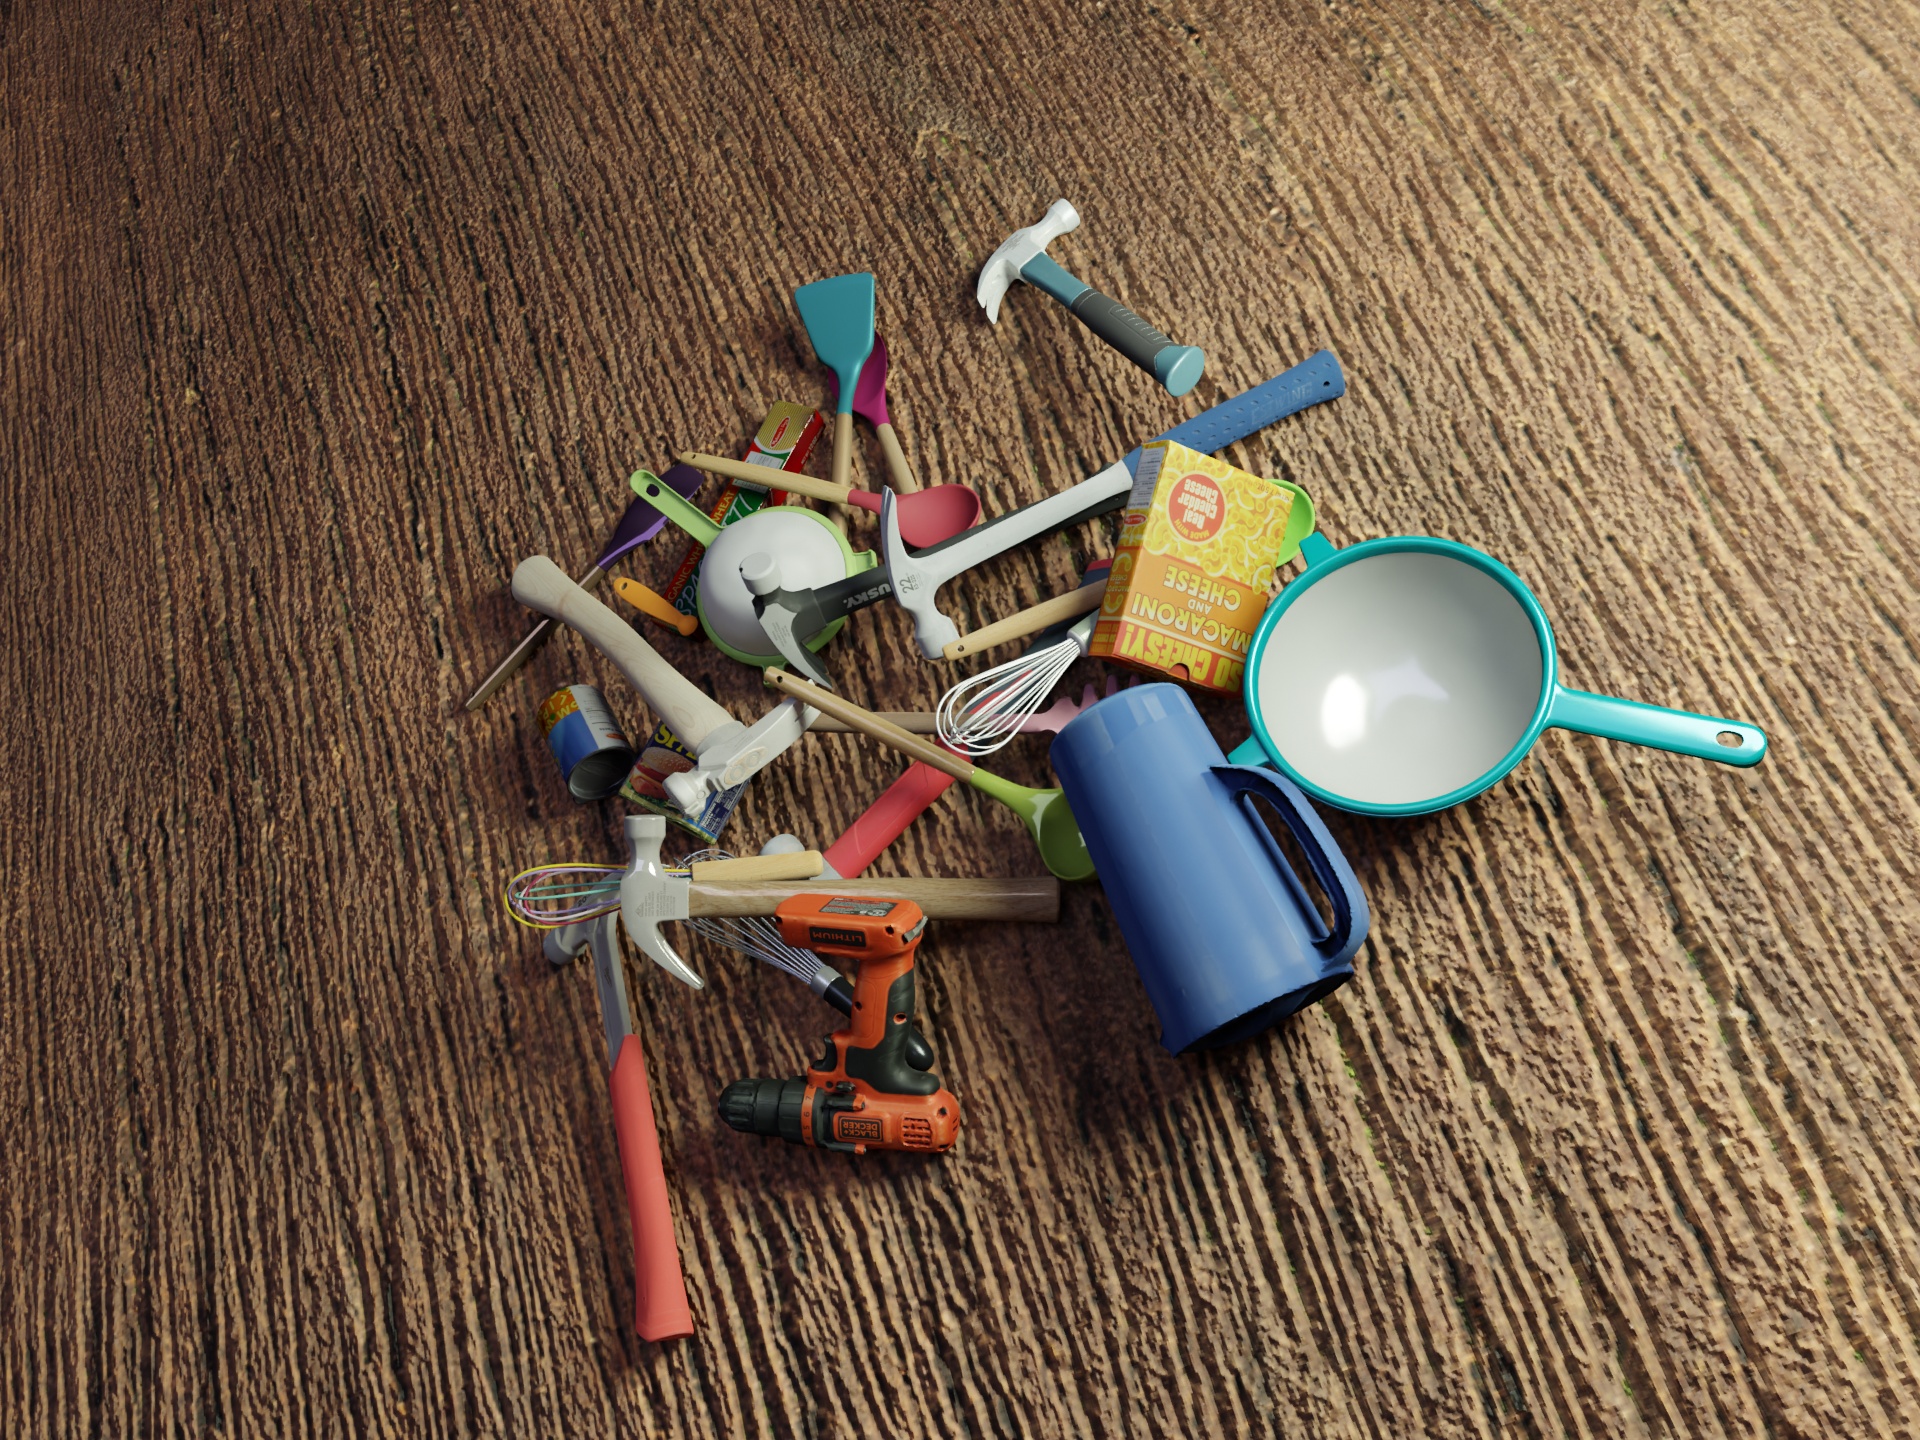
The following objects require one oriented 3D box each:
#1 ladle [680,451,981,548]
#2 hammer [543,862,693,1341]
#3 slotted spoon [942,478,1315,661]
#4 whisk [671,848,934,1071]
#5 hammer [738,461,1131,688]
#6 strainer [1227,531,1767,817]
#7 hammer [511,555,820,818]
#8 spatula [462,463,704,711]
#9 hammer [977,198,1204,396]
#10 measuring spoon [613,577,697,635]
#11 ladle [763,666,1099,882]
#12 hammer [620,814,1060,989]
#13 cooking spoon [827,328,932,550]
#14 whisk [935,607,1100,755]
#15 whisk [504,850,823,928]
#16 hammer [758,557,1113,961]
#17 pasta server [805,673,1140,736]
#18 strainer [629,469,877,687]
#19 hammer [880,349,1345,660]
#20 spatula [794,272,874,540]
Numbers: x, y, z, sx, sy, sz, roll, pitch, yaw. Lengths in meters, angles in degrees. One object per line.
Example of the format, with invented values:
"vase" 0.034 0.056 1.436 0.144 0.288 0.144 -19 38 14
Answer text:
"ladle" -0.121 -0.205 1.420 0.315 0.031 0.069 16 67 24
"hammer" -0.250 0.293 1.234 0.149 0.036 0.359 -37 56 32
"slotted spoon" 0.132 -0.111 1.262 0.314 0.031 0.070 -22 92 -2
"whisk" -0.127 0.188 1.247 0.285 0.070 0.070 34 81 27
"hammer" -0.007 -0.135 1.332 0.335 0.146 0.035 -22 47 -2
"strainer" 0.371 -0.005 1.106 0.340 0.095 0.211 14 74 26
"hammer" -0.281 -0.062 1.395 0.146 0.038 0.411 -39 46 -15
"spatula" -0.365 -0.129 1.527 0.316 0.018 0.060 -49 52 -7
"hammer" 0.115 -0.360 1.383 0.128 0.033 0.331 -39 41 1
"measuring spoon" -0.281 -0.107 1.448 0.117 0.011 0.021 30 80 33
"ladle" -0.015 0.030 1.221 0.320 0.062 0.078 26 88 11
"hammer" -0.090 0.138 1.201 0.331 0.031 0.130 0 90 0
"cooking spoon" -0.063 -0.249 1.458 0.068 0.017 0.319 -34 56 21
"whisk" 0.083 -0.053 1.207 0.246 0.057 0.059 -36 73 -16
"whisk" -0.229 0.127 1.239 0.245 0.051 0.047 -6 82 -7
"hammer" 0.015 0.023 1.276 0.386 0.038 0.143 -45 58 -3
"pasta server" -0.002 -0.004 1.252 0.316 0.040 0.060 0 34 23
"strainer" -0.210 -0.158 1.406 0.256 0.069 0.151 38 87 19
"hammer" 0.124 -0.200 1.287 0.405 0.144 0.035 -27 23 -4
"spatula" -0.115 -0.261 1.459 0.082 0.044 0.318 -7 68 18
